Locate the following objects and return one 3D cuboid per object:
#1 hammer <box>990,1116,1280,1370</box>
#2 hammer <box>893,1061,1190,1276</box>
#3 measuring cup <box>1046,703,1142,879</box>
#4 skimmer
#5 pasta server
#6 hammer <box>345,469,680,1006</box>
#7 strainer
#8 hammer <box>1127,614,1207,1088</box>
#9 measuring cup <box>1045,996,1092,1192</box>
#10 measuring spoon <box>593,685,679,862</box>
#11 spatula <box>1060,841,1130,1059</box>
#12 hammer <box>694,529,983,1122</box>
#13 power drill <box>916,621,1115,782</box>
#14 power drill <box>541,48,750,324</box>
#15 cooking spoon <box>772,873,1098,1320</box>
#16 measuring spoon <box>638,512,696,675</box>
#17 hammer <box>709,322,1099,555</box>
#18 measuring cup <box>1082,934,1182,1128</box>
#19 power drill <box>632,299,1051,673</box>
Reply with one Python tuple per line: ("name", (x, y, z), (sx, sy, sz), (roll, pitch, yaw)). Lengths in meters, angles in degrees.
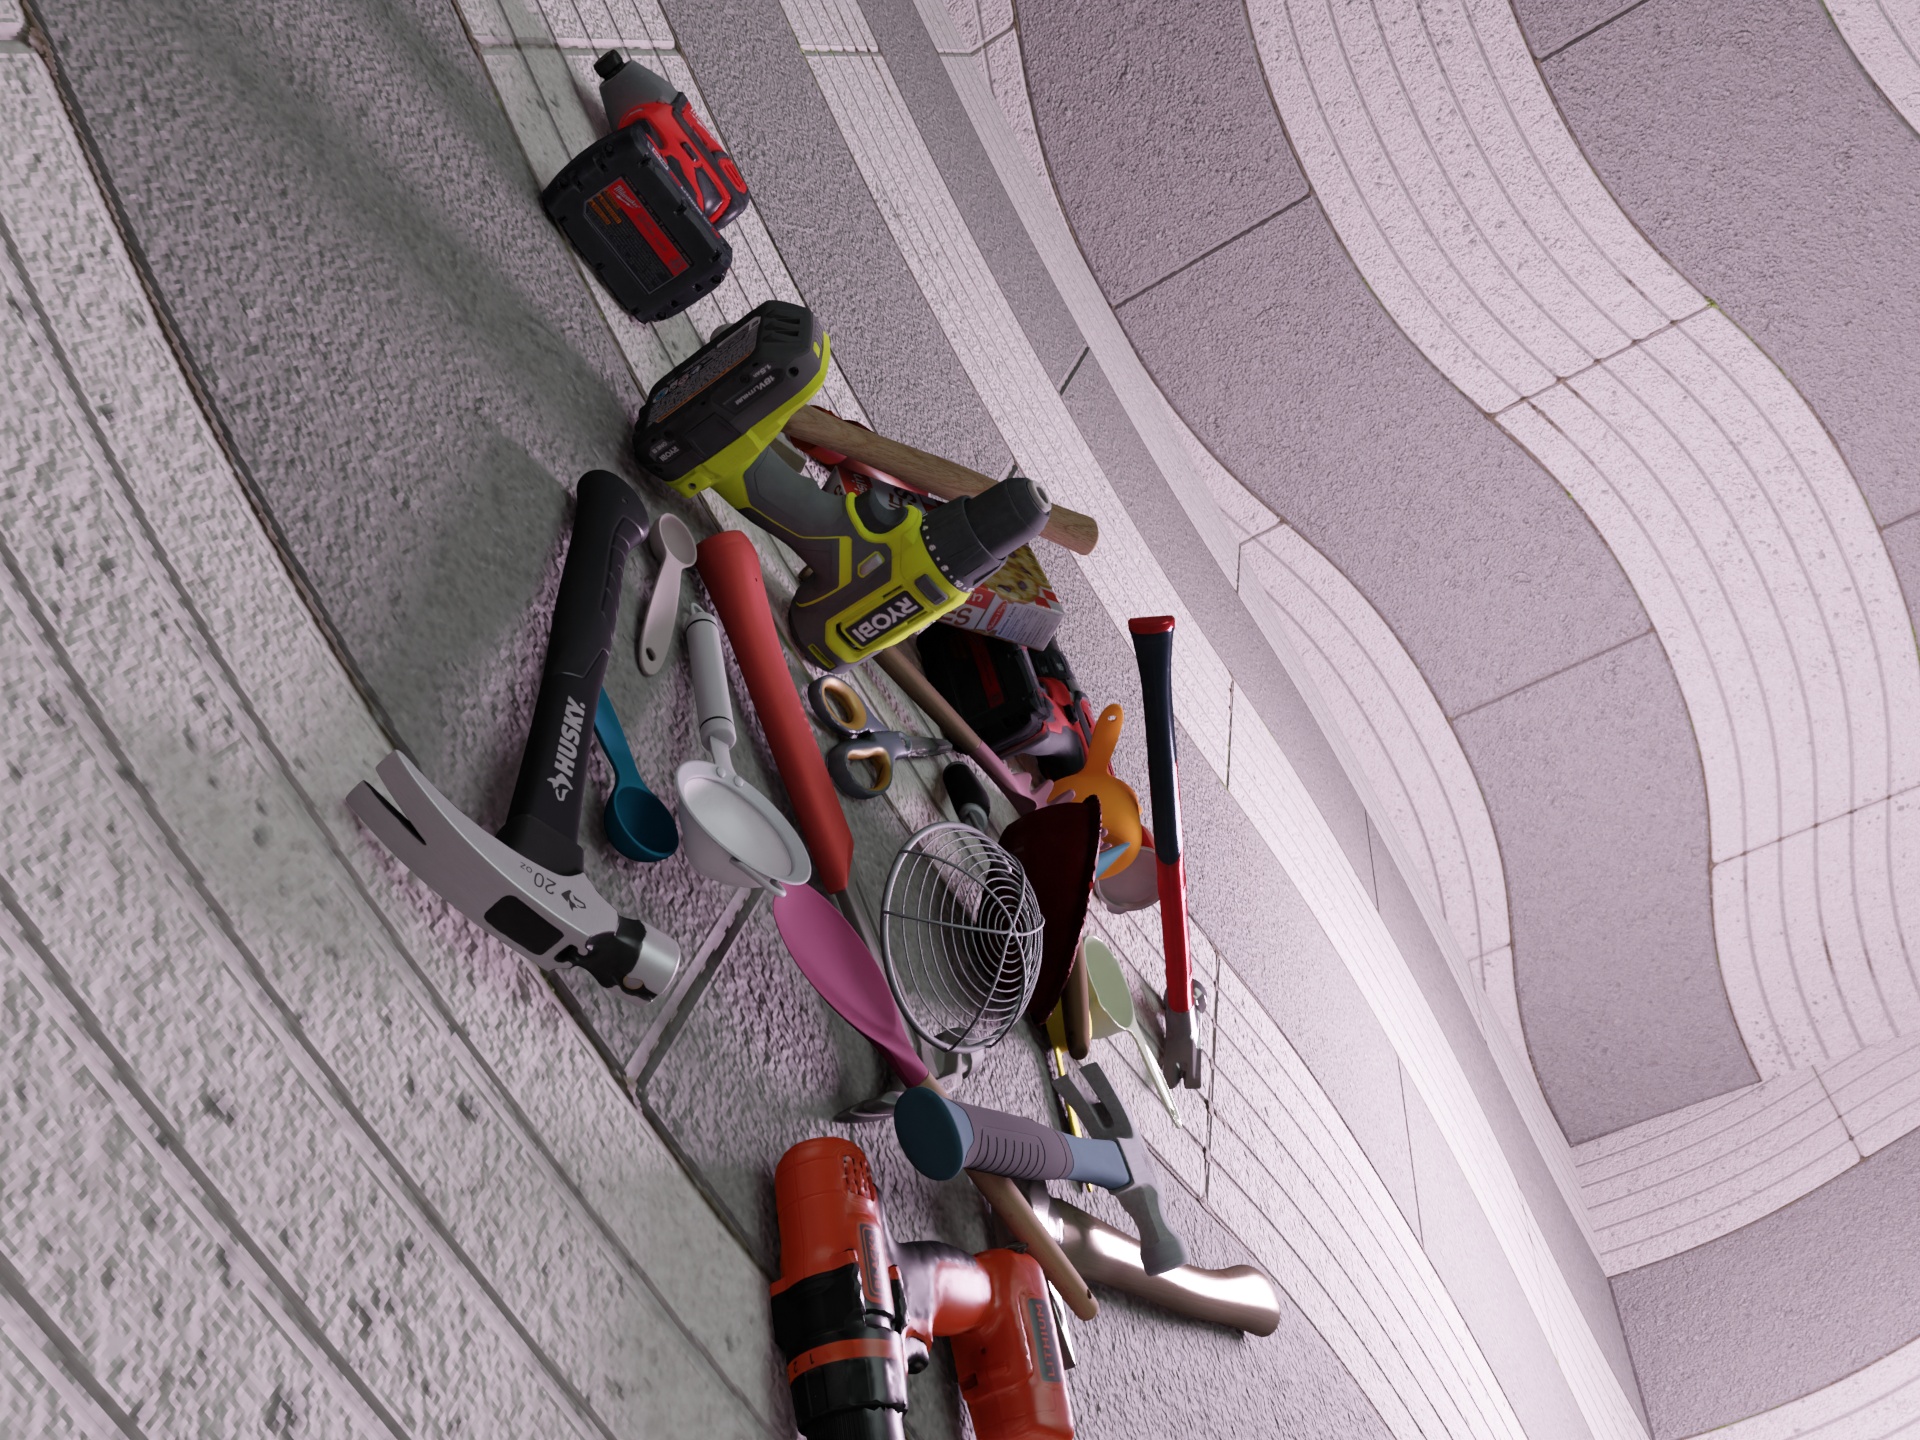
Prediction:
("hammer", (0.134, 0.384, 1.072), (0.410, 0.038, 0.146), (39, 32, -49))
("hammer", (0.049, 0.243, 0.890), (0.330, 0.033, 0.128), (37, 28, -59))
("measuring cup", (0.108, 0.062, 1.255), (0.173, 0.095, 0.052), (100, -10, -47))
("skimmer", (-0.012, 0.090, 1.005), (0.363, 0.090, 0.127), (-116, -178, -76))
("pasta server", (-0.002, -0.004, 1.164), (0.316, 0.040, 0.060), (46, 15, -21))
("hammer", (-0.189, -0.025, 0.757), (0.146, 0.035, 0.335), (38, 27, -29))
("strainer", (-0.129, 0.015, 0.850), (0.086, 0.050, 0.259), (33, 24, -35))
("hammer", (0.167, 0.105, 1.281), (0.143, 0.038, 0.386), (-67, 152, -67))
("measuring cup", (0.085, 0.250, 1.113), (0.062, 0.029, 0.157), (61, 15, -60))
("measuring spoon", (-0.177, 0.018, 0.789), (0.042, 0.021, 0.129), (16, 41, -58))
("spatula", (0.086, 0.159, 1.115), (0.044, 0.082, 0.318), (41, 15, -10))
("hammer", (-0.087, 0.054, 0.932), (0.149, 0.036, 0.359), (5, 61, -67))
("power drill", (0.050, -0.031, 1.328), (0.226, 0.080, 0.188), (30, 38, -61))
("power drill", (-0.214, -0.379, 1.104), (0.143, 0.078, 0.220), (51, 20, -31))
("cooking spoon", (-0.010, 0.211, 0.854), (0.318, 0.017, 0.069), (56, 19, -18))
("measuring spoon", (-0.174, -0.070, 0.910), (0.034, 0.018, 0.124), (47, 32, -38))
("hammer", (-0.034, -0.187, 1.182), (0.331, 0.031, 0.130), (18, 42, -29))
("measuring cup", (0.118, 0.243, 1.208), (0.167, 0.038, 0.083), (63, 20, -8))
("power drill", (-0.073, -0.147, 1.002), (0.228, 0.190, 0.080), (45, 27, -33))
